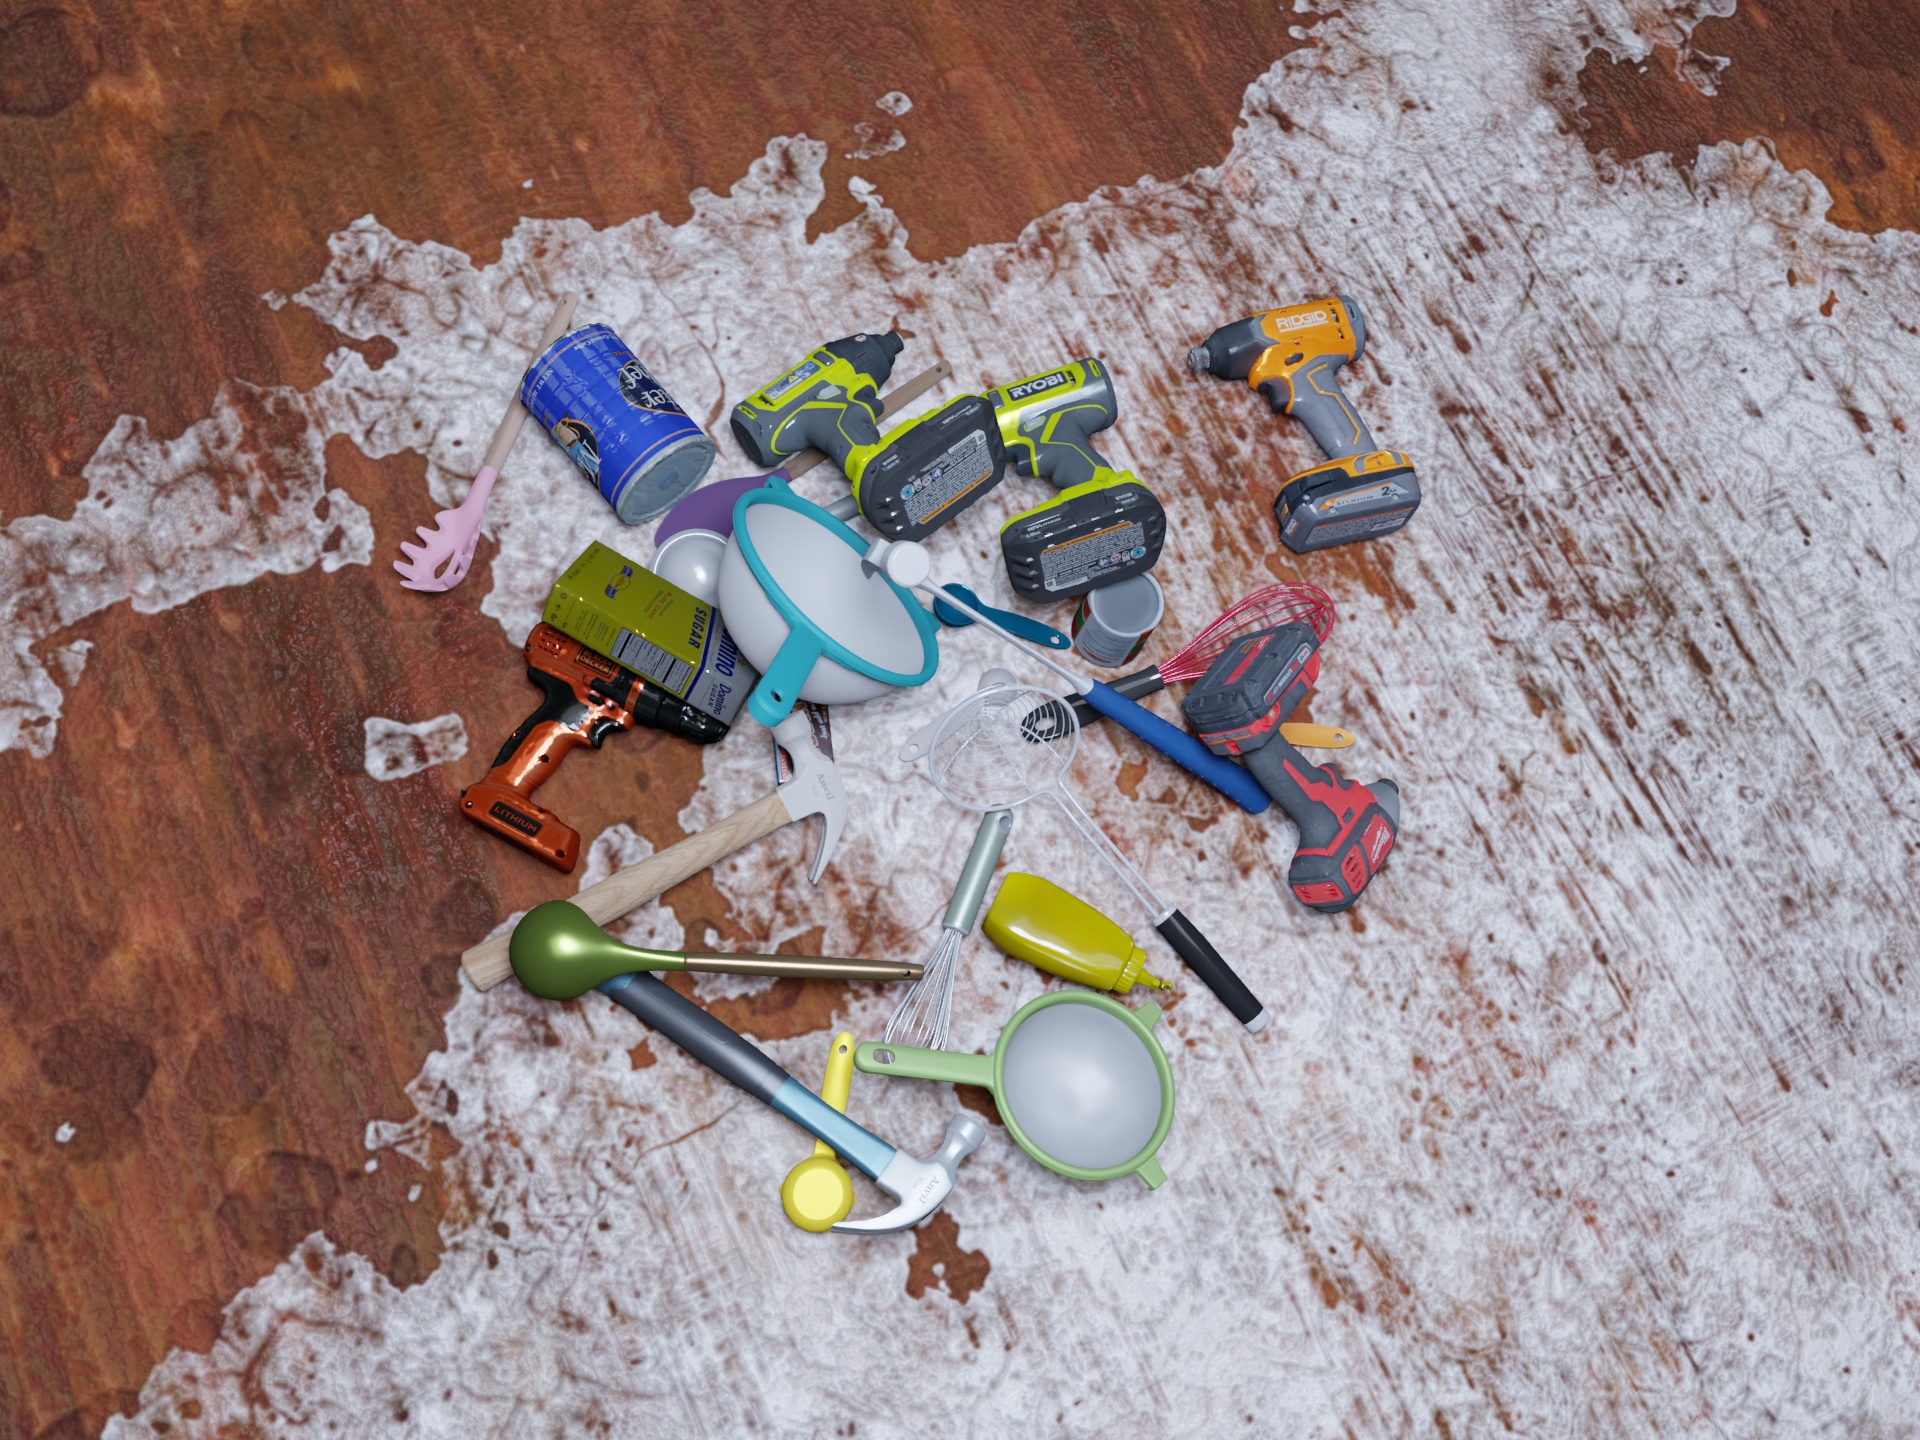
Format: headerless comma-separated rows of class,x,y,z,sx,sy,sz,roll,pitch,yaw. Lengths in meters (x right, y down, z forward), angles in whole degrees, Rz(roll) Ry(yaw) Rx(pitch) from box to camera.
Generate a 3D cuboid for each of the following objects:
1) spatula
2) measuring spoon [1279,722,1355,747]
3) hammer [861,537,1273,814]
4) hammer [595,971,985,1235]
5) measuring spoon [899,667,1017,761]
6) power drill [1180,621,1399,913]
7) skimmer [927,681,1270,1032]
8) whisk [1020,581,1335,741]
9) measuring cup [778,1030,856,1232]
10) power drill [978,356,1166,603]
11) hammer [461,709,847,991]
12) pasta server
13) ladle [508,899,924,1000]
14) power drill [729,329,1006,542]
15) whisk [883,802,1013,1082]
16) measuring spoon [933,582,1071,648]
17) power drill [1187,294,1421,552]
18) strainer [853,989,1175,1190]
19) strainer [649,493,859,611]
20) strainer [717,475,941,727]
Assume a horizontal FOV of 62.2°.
spatula,-0.135,-0.235,1.414,0.316,0.018,0.060,-36,87,-13
measuring spoon,0.289,0.013,1.392,0.117,0.011,0.021,5,73,-8
hammer,0.091,-0.035,1.295,0.405,0.144,0.035,31,89,-20
hammer,-0.151,0.280,1.241,0.331,0.033,0.128,33,64,10
measuring spoon,-0.002,-0.004,1.361,0.124,0.018,0.034,-37,81,-13
power drill,0.288,0.035,1.316,0.143,0.078,0.219,-45,109,-34
skimmer,0.122,0.120,1.285,0.127,0.090,0.363,-42,89,14
whisk,0.188,-0.046,1.375,0.296,0.073,0.073,-23,78,-5
measuring cup,-0.103,0.322,1.251,0.062,0.029,0.157,10,75,-3
power drill,0.063,-0.208,1.361,0.190,0.080,0.229,-19,48,-2
hammer,-0.242,0.125,1.279,0.331,0.031,0.130,-29,101,-7
pasta server,-0.400,-0.245,1.380,0.060,0.040,0.316,13,71,17
ladle,-0.189,0.186,1.242,0.320,0.062,0.078,4,94,-10
power drill,-0.070,-0.252,1.344,0.171,0.080,0.223,-38,48,-16
whisk,-0.007,0.178,1.298,0.057,0.059,0.246,37,65,-33
measuring spoon,0.035,-0.083,1.392,0.128,0.021,0.042,19,59,-9
power drill,0.308,-0.272,1.440,0.164,0.084,0.227,-12,72,-8
strainer,0.038,0.286,1.243,0.256,0.069,0.152,9,58,-11
strainer,-0.166,-0.153,1.378,0.258,0.050,0.087,-29,95,-16
strainer,-0.133,-0.056,1.242,0.211,0.341,0.095,41,115,-12
